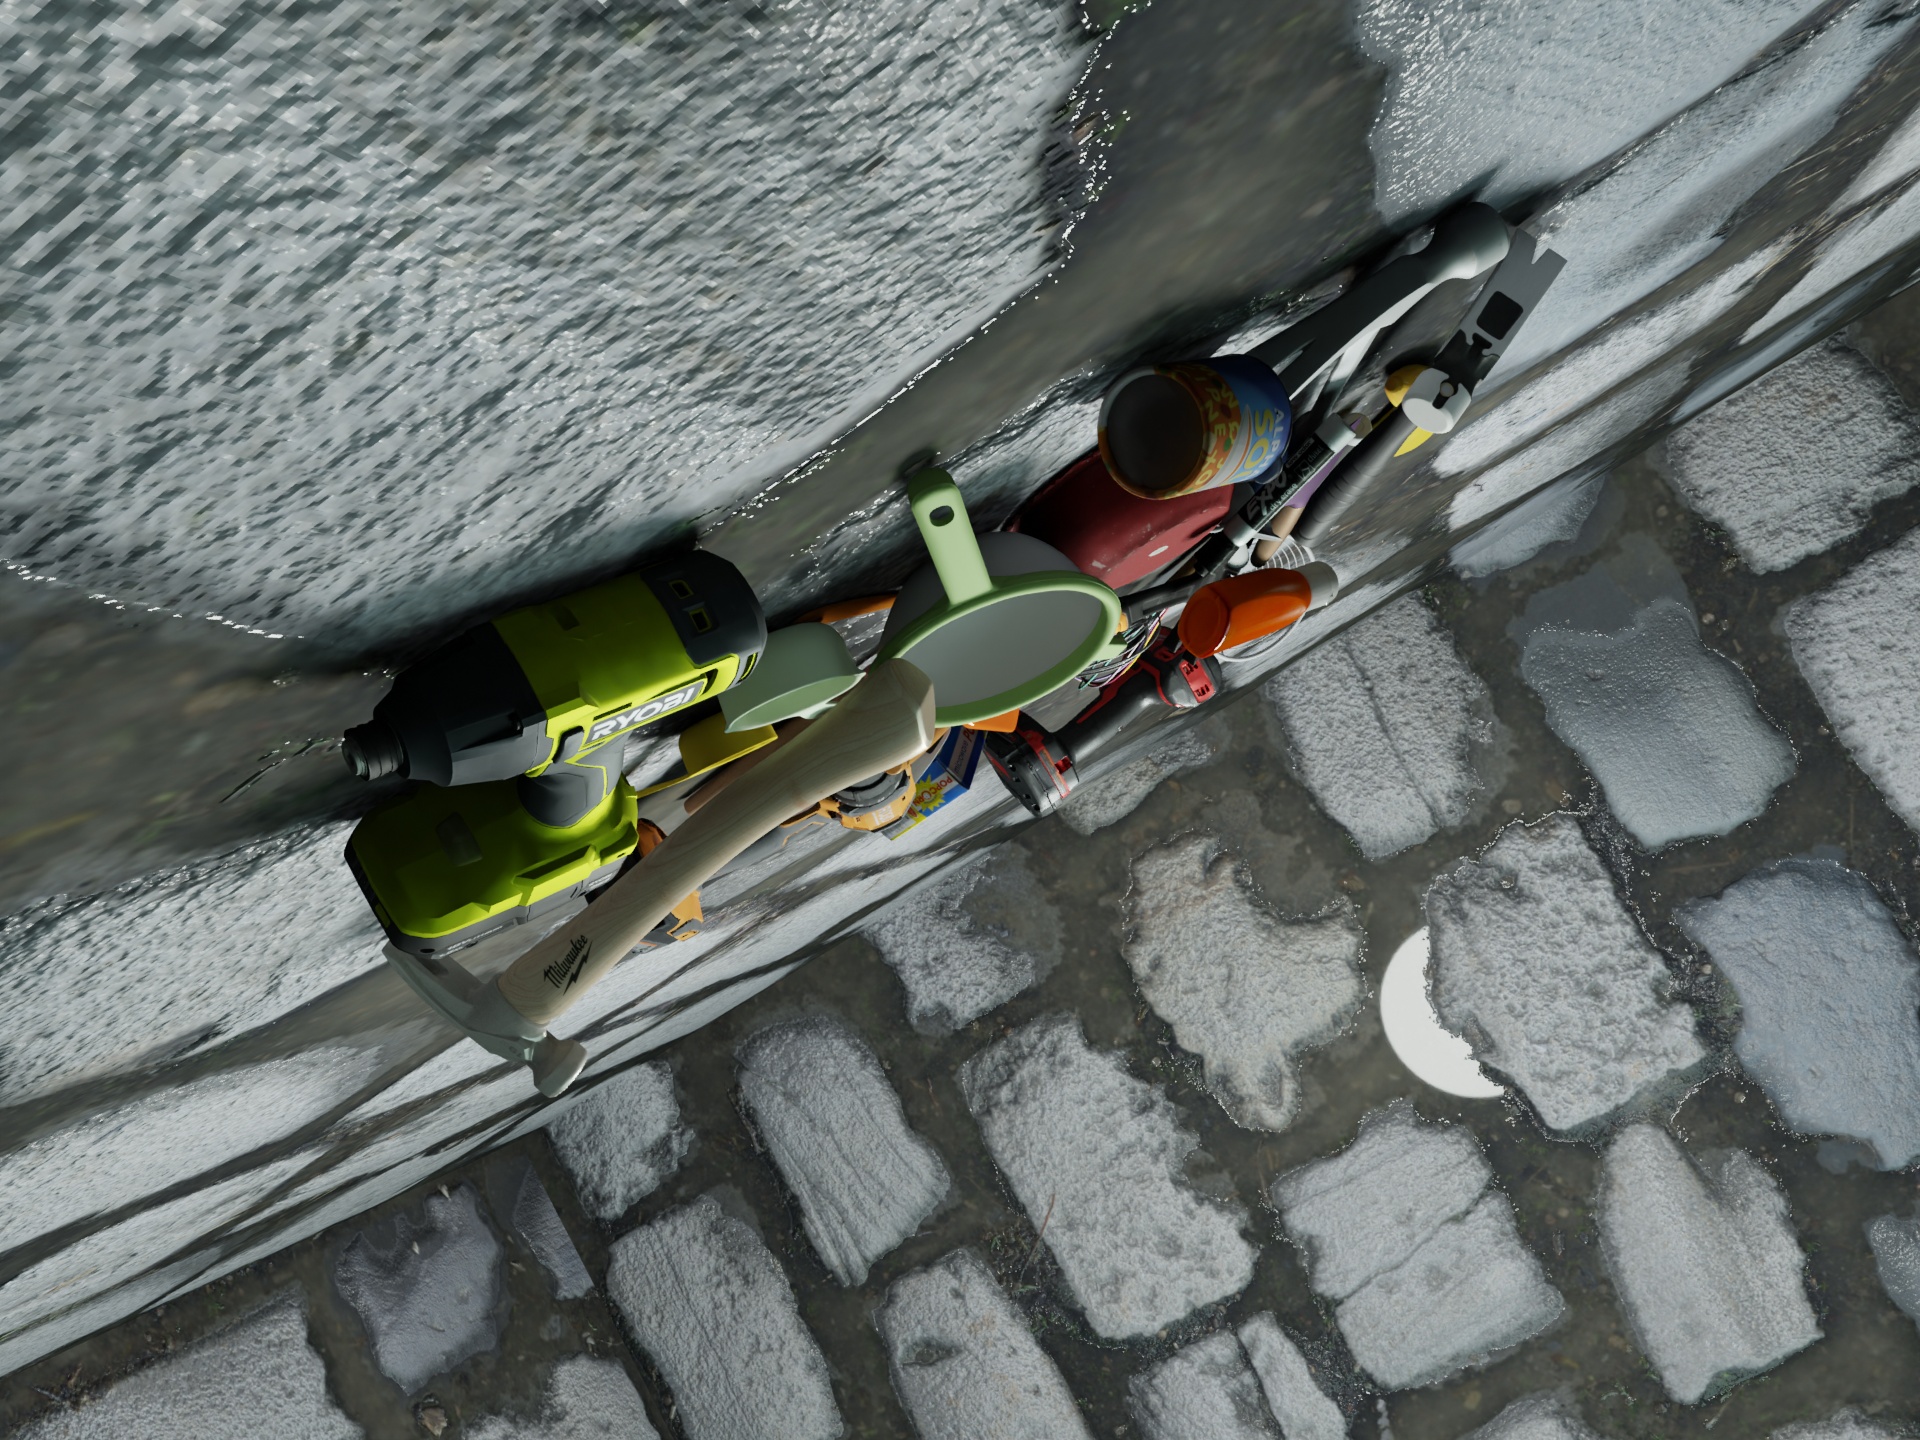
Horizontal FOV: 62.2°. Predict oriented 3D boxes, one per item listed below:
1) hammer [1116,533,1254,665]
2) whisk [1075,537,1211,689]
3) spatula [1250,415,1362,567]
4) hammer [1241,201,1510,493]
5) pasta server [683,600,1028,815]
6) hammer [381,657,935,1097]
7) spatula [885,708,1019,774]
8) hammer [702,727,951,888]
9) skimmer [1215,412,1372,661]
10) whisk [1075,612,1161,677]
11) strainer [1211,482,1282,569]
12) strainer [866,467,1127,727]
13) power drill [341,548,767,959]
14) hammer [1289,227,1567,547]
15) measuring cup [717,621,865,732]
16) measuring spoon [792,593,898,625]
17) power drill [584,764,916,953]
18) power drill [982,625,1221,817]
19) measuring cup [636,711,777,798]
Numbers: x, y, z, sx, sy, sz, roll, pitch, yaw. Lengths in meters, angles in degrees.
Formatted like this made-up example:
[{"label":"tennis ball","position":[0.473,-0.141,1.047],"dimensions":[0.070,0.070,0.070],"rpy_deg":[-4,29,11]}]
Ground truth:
[{"label":"hammer","position":[0.099,-0.068,1.169],"dimensions":[0.337,0.034,0.127],"rpy_deg":[-20,140,-47]},{"label":"whisk","position":[0.163,-0.096,1.362],"dimensions":[0.051,0.047,0.245],"rpy_deg":[-39,175,-43]},{"label":"spatula","position":[0.224,-0.144,1.088],"dimensions":[0.060,0.018,0.316],"rpy_deg":[-43,173,-3]},{"label":"hammer","position":[0.219,-0.189,1.002],"dimensions":[0.144,0.035,0.405],"rpy_deg":[-33,172,-4]},{"label":"pasta server","position":[-0.075,-0.008,1.053],"dimensions":[0.316,0.040,0.060],"rpy_deg":[-34,163,29]},{"label":"hammer","position":[-0.174,0.082,0.923],"dimensions":[0.410,0.146,0.038],"rpy_deg":[-38,-163,29]},{"label":"spatula","position":[-0.002,-0.003,1.086],"dimensions":[0.041,0.081,0.322],"rpy_deg":[6,-168,10]},{"label":"hammer","position":[-0.131,0.074,1.254],"dimensions":[0.331,0.033,0.128],"rpy_deg":[-31,-159,37]},{"label":"skimmer","position":[0.278,-0.142,1.298],"dimensions":[0.127,0.090,0.363],"rpy_deg":[-28,171,-12]},{"label":"whisk","position":[0.063,-0.034,1.350],"dimensions":[0.239,0.055,0.055],"rpy_deg":[-29,172,16]},{"label":"strainer","position":[0.185,-0.133,1.106],"dimensions":[0.258,0.087,0.050],"rpy_deg":[15,90,-77]},{"label":"strainer","position":[0.000,-0.081,0.853],"dimensions":[0.151,0.069,0.256],"rpy_deg":[-22,155,2]},{"label":"power drill","position":[-0.194,0.020,0.698],"dimensions":[0.171,0.080,0.223],"rpy_deg":[-25,166,-35]},{"label":"hammer","position":[0.282,-0.189,1.034],"dimensions":[0.146,0.035,0.334],"rpy_deg":[-53,177,-14]},{"label":"measuring cup","position":[-0.091,-0.023,0.902],"dimensions":[0.083,0.038,0.167],"rpy_deg":[-23,175,4]},{"label":"measuring spoon","position":[-0.054,-0.061,0.901],"dimensions":[0.021,0.011,0.117],"rpy_deg":[-37,169,35]},{"label":"power drill","position":[-0.135,0.066,1.031],"dimensions":[0.226,0.084,0.185],"rpy_deg":[-25,168,-5]},{"label":"power drill","position":[0.128,-0.013,1.501],"dimensions":[0.219,0.078,0.143],"rpy_deg":[-34,-156,-5]},{"label":"measuring cup","position":[-0.180,0.026,0.966],"dimensions":[0.156,0.029,0.062],"rpy_deg":[-22,-178,29]}]
